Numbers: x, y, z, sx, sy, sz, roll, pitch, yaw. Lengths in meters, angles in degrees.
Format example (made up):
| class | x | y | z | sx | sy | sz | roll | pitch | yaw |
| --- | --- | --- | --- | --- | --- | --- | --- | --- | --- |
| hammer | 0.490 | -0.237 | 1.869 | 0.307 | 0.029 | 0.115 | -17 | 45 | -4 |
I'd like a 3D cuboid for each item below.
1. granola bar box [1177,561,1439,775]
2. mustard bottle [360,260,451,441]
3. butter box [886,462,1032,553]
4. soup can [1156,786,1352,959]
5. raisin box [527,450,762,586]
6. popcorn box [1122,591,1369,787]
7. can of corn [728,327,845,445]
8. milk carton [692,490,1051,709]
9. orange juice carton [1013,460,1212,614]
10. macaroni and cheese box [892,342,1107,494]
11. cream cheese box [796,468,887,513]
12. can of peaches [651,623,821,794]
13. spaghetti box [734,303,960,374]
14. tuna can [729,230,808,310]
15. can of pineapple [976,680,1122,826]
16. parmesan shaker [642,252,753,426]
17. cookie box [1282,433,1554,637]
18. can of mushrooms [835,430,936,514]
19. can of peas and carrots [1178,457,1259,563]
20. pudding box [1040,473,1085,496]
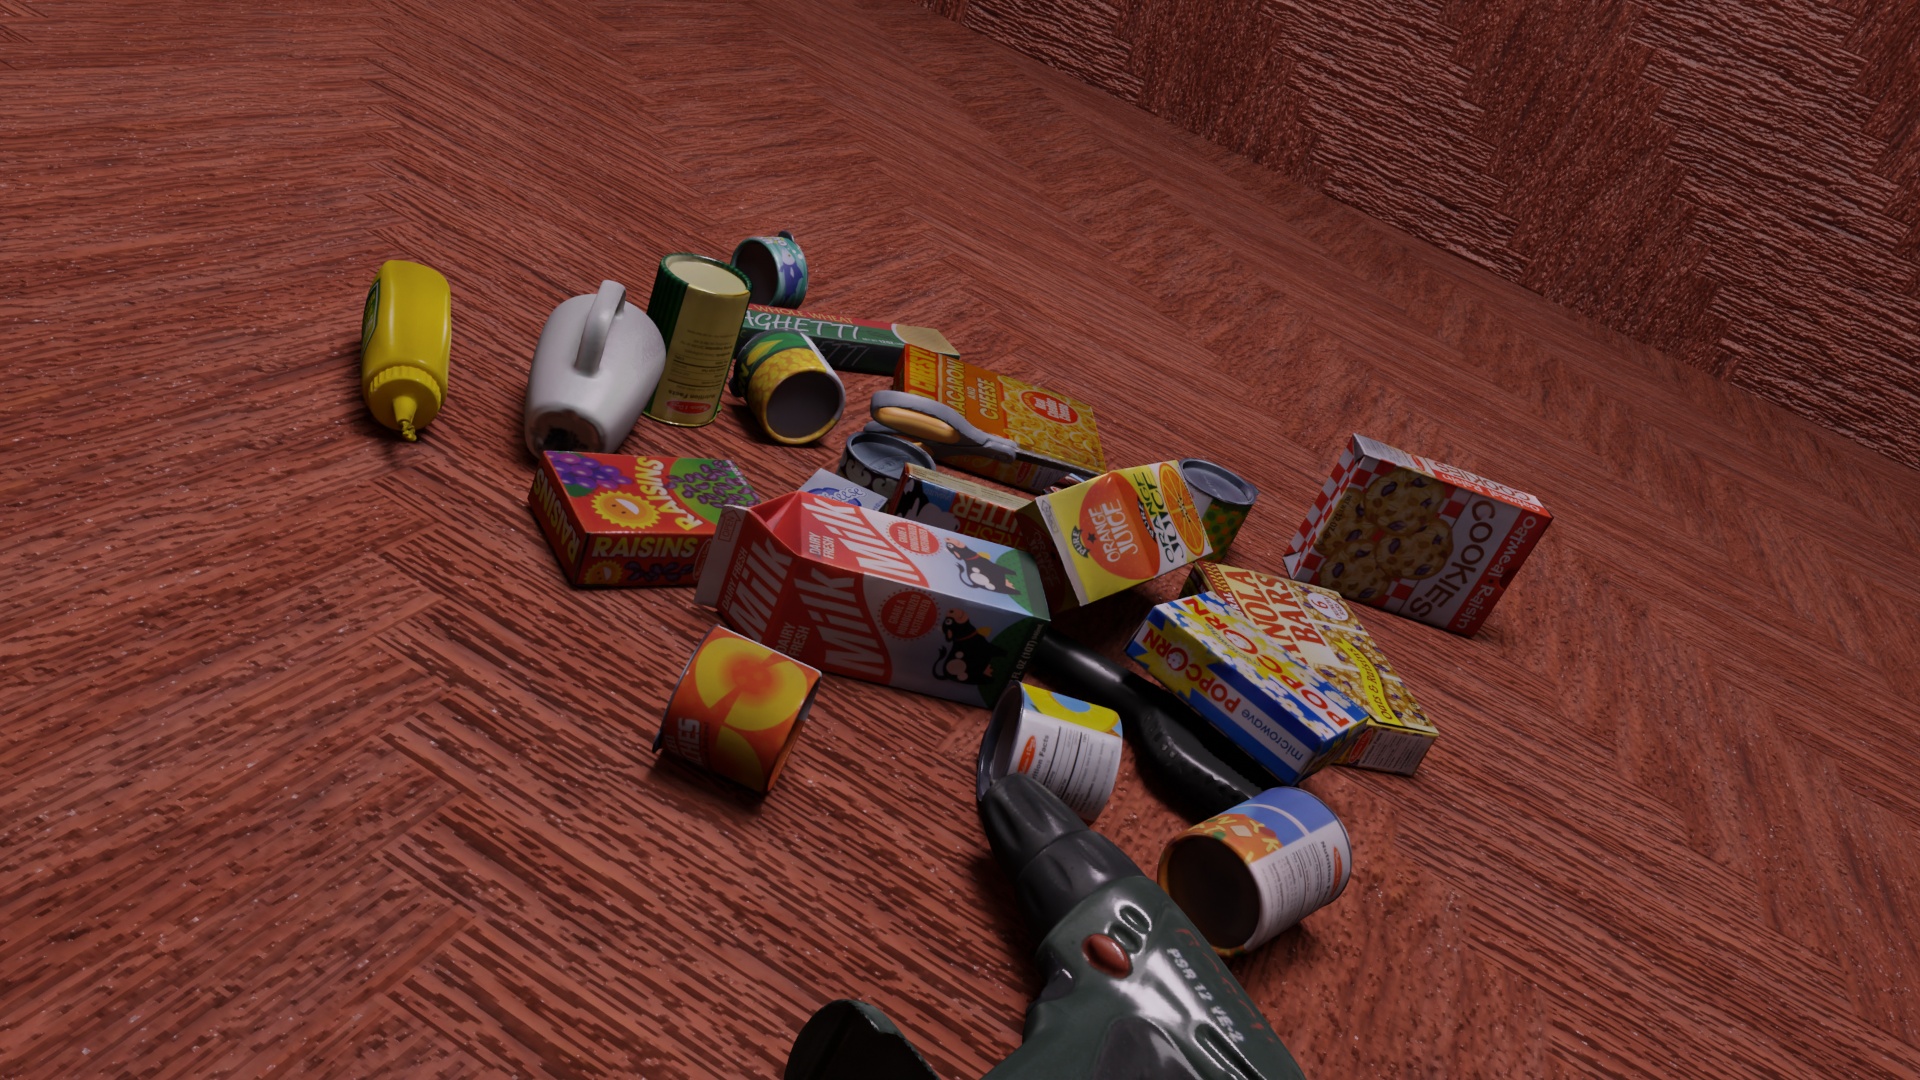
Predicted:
| class | x | y | z | sx | sy | sz | roll | pitch | yaw |
| --- | --- | --- | --- | --- | --- | --- | --- | --- | --- |
| granola bar box | 0.233 | 0.084 | 0.952 | 0.124 | 0.039 | 0.166 | 12 | 29 | -20 |
| mustard bottle | -0.339 | -0.111 | 0.847 | 0.049 | 0.065 | 0.161 | 12 | 33 | -29 |
| butter box | 0.003 | -0.012 | 0.935 | 0.103 | 0.053 | 0.024 | 17 | 25 | -12 |
| soup can | 0.149 | 0.169 | 0.713 | 0.084 | 0.071 | 0.071 | -10 | 42 | -46 |
| raisin box | -0.179 | -0.013 | 0.817 | 0.123 | 0.040 | 0.086 | 1 | 35 | -38 |
| popcorn box | 0.170 | 0.085 | 0.821 | 0.127 | 0.038 | 0.085 | 40 | 24 | 25 |
| can of corn | -0.125 | -0.109 | 1.001 | 0.071 | 0.070 | 0.058 | 3 | 34 | -34 |
| milk carton | -0.052 | 0.031 | 0.798 | 0.191 | 0.072 | 0.074 | 14 | 29 | -15 |
| orange juice carton | 0.097 | -0.003 | 0.902 | 0.193 | 0.073 | 0.072 | -13 | 81 | -65 |
| macaroni and cheese box | 0.027 | -0.092 | 1.109 | 0.166 | 0.040 | 0.124 | 17 | 28 | -11 |
| cream cheese box | -0.089 | -0.010 | 0.894 | 0.053 | 0.024 | 0.104 | 24 | 27 | 5 |
| can of peaches | -0.107 | 0.084 | 0.673 | 0.058 | 0.071 | 0.071 | 24 | 27 | 1 |
| spaghetti box | -0.116 | -0.165 | 1.143 | 0.250 | 0.028 | 0.050 | 2 | 33 | -34 |
| tuna can | -0.162 | -0.225 | 1.170 | 0.071 | 0.070 | 0.033 | 39 | 32 | 28 |
| can of pineapple | 0.046 | 0.113 | 0.734 | 0.058 | 0.070 | 0.071 | 18 | 28 | -10 |
| parmesan shaker | -0.186 | -0.140 | 0.966 | 0.071 | 0.102 | 0.071 | 18 | 27 | -10 |
| cookie box | 0.363 | -0.001 | 1.107 | 0.167 | 0.122 | 0.040 | 18 | 29 | -10 |
| can of mushrooms | -0.051 | -0.045 | 0.974 | 0.071 | 0.033 | 0.071 | 18 | 27 | -9 |
| can of peas and carrots | 0.191 | -0.023 | 1.087 | 0.071 | 0.058 | 0.071 | 18 | 28 | -10 |
| pudding box | 0.101 | -0.014 | 1.035 | 0.084 | 0.030 | 0.050 | 31 | 30 | 16 |
